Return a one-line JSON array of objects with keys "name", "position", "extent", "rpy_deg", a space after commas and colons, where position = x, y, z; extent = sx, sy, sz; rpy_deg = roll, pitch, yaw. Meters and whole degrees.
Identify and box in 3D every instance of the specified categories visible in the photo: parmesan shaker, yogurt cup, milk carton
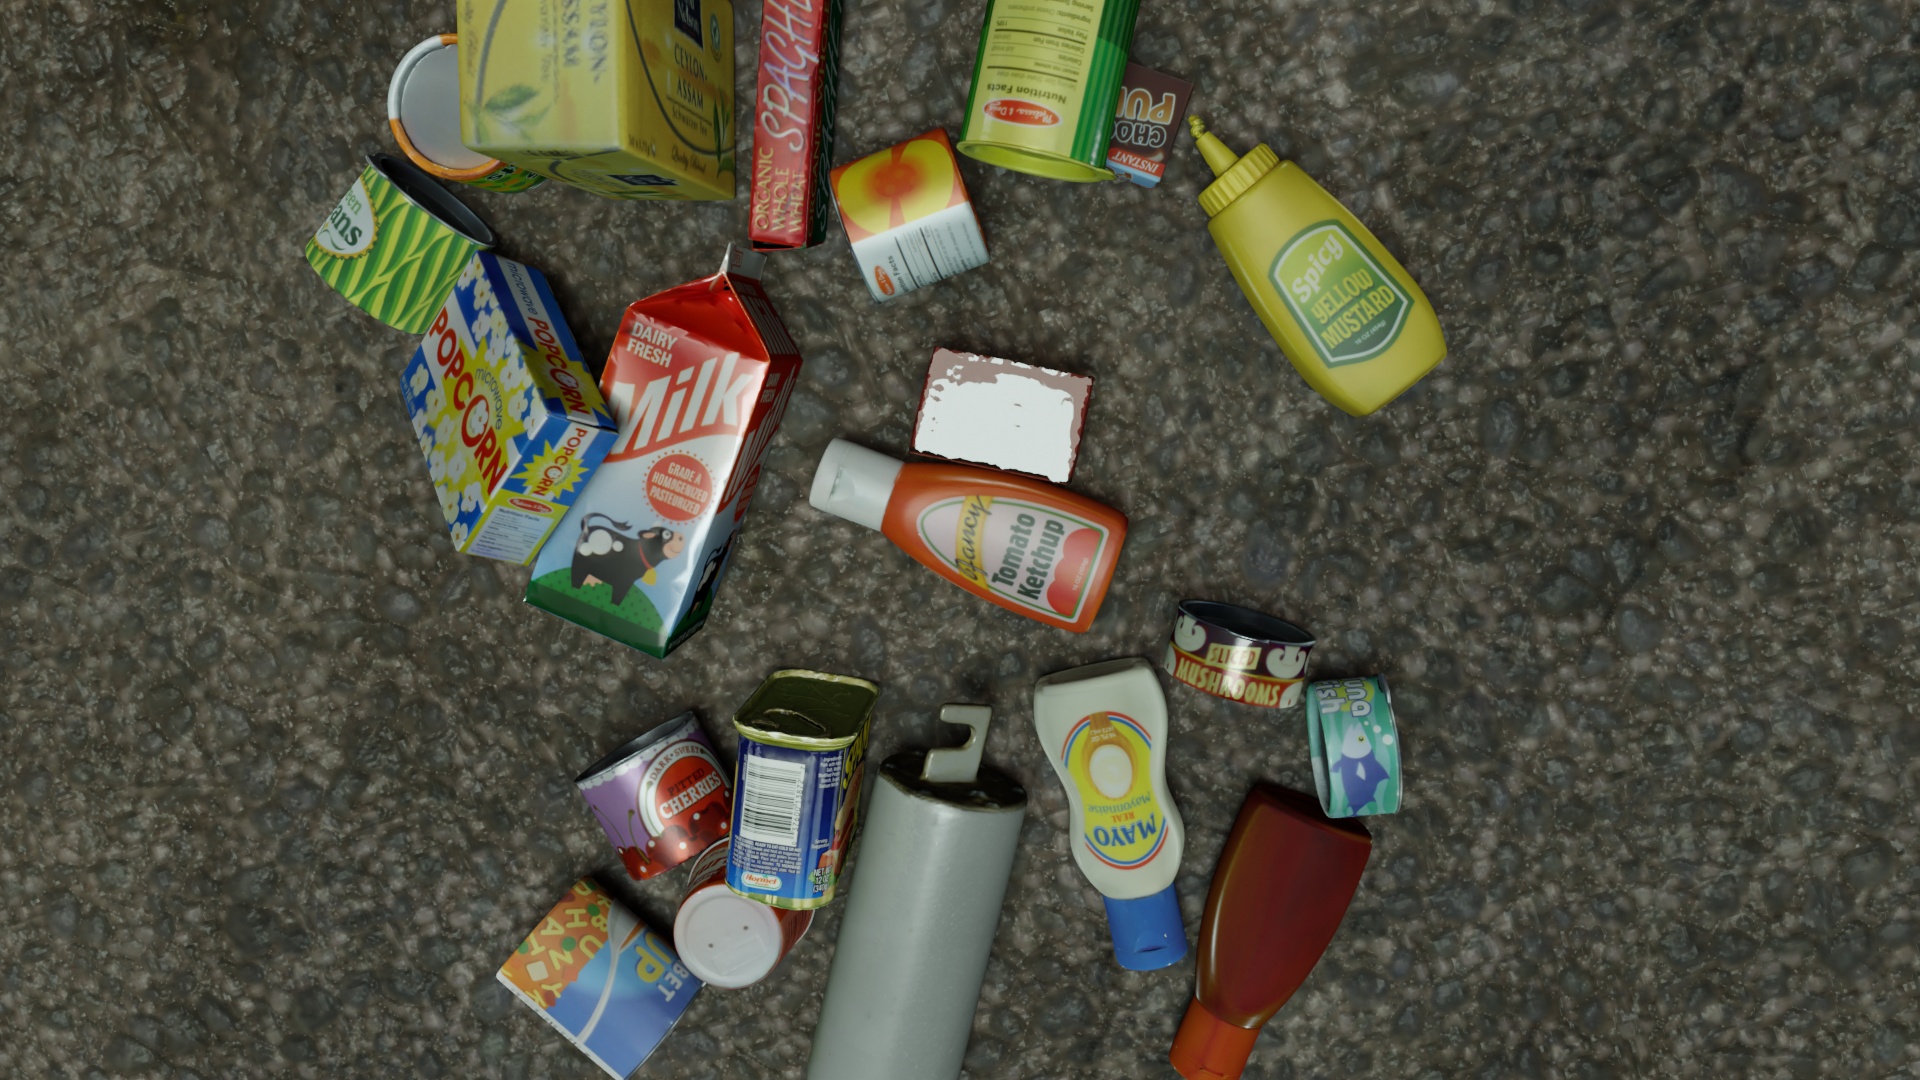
[{"name": "parmesan shaker", "position": [0.044, -0.214, 0.601], "extent": [0.071, 0.071, 0.103], "rpy_deg": [13, 96, 3]}, {"name": "yogurt cup", "position": [-0.111, 0.189, 0.700], "extent": [0.072, 0.054, 0.072], "rpy_deg": [1, 98, 5]}, {"name": "milk carton", "position": [-0.133, -0.049, 0.663], "extent": [0.073, 0.072, 0.190], "rpy_deg": [22, 98, 2]}]

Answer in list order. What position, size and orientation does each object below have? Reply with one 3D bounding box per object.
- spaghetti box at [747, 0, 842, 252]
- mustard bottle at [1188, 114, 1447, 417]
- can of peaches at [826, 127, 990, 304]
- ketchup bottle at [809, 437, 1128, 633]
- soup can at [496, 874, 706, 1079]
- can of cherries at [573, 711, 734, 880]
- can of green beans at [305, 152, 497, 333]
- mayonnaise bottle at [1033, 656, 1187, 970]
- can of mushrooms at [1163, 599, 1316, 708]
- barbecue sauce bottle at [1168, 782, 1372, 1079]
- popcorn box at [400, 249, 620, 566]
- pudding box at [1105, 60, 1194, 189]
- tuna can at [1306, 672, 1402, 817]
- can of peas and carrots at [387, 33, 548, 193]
[{"name": "spaghetti box", "position": [-0.070, -0.257, 0.628], "extent": [0.029, 0.050, 0.249], "rpy_deg": [7, 106, 3]}, {"name": "mustard bottle", "position": [0.155, -0.132, 0.642], "extent": [0.065, 0.049, 0.160], "rpy_deg": [-40, 93, 7]}, {"name": "can of peaches", "position": [-0.024, -0.153, 0.646], "extent": [0.058, 0.071, 0.071], "rpy_deg": [-19, 95, 7]}, {"name": "ketchup bottle", "position": [0.002, -0.008, 0.672], "extent": [0.149, 0.043, 0.064], "rpy_deg": [20, 104, 2]}, {"name": "soup can", "position": [-0.179, 0.219, 0.703], "extent": [0.084, 0.071, 0.071], "rpy_deg": [41, 98, -1]}, {"name": "can of cherries", "position": [-0.146, 0.126, 0.687], "extent": [0.071, 0.071, 0.058], "rpy_deg": [-28, 95, 7]}, {"name": "can of green beans", "position": [-0.268, -0.141, 0.666], "extent": [0.071, 0.071, 0.057], "rpy_deg": [42, 99, -1]}, {"name": "mayonnaise bottle", "position": [0.080, 0.135, 0.685], "extent": [0.065, 0.041, 0.148], "rpy_deg": [-12, 95, 4]}, {"name": "can of mushrooms", "position": [0.131, 0.053, 0.656], "extent": [0.071, 0.071, 0.033], "rpy_deg": [14, 100, 3]}, {"name": "barbecue sauce bottle", "position": [0.147, 0.199, 0.687], "extent": [0.065, 0.044, 0.148], "rpy_deg": [21, 99, 2]}, {"name": "popcorn box", "position": [-0.212, -0.063, 0.643], "extent": [0.085, 0.038, 0.127], "rpy_deg": [-49, 52, 22]}, {"name": "pudding box", "position": [0.061, -0.202, 0.651], "extent": [0.084, 0.030, 0.049], "rpy_deg": [20, 99, 2]}, {"name": "tuna can", "position": [0.186, 0.096, 0.658], "extent": [0.033, 0.071, 0.071], "rpy_deg": [-6, 97, 6]}, {"name": "can of peas and carrots", "position": [-0.225, -0.200, 0.659], "extent": [0.071, 0.059, 0.071], "rpy_deg": [1, 98, 5]}]
